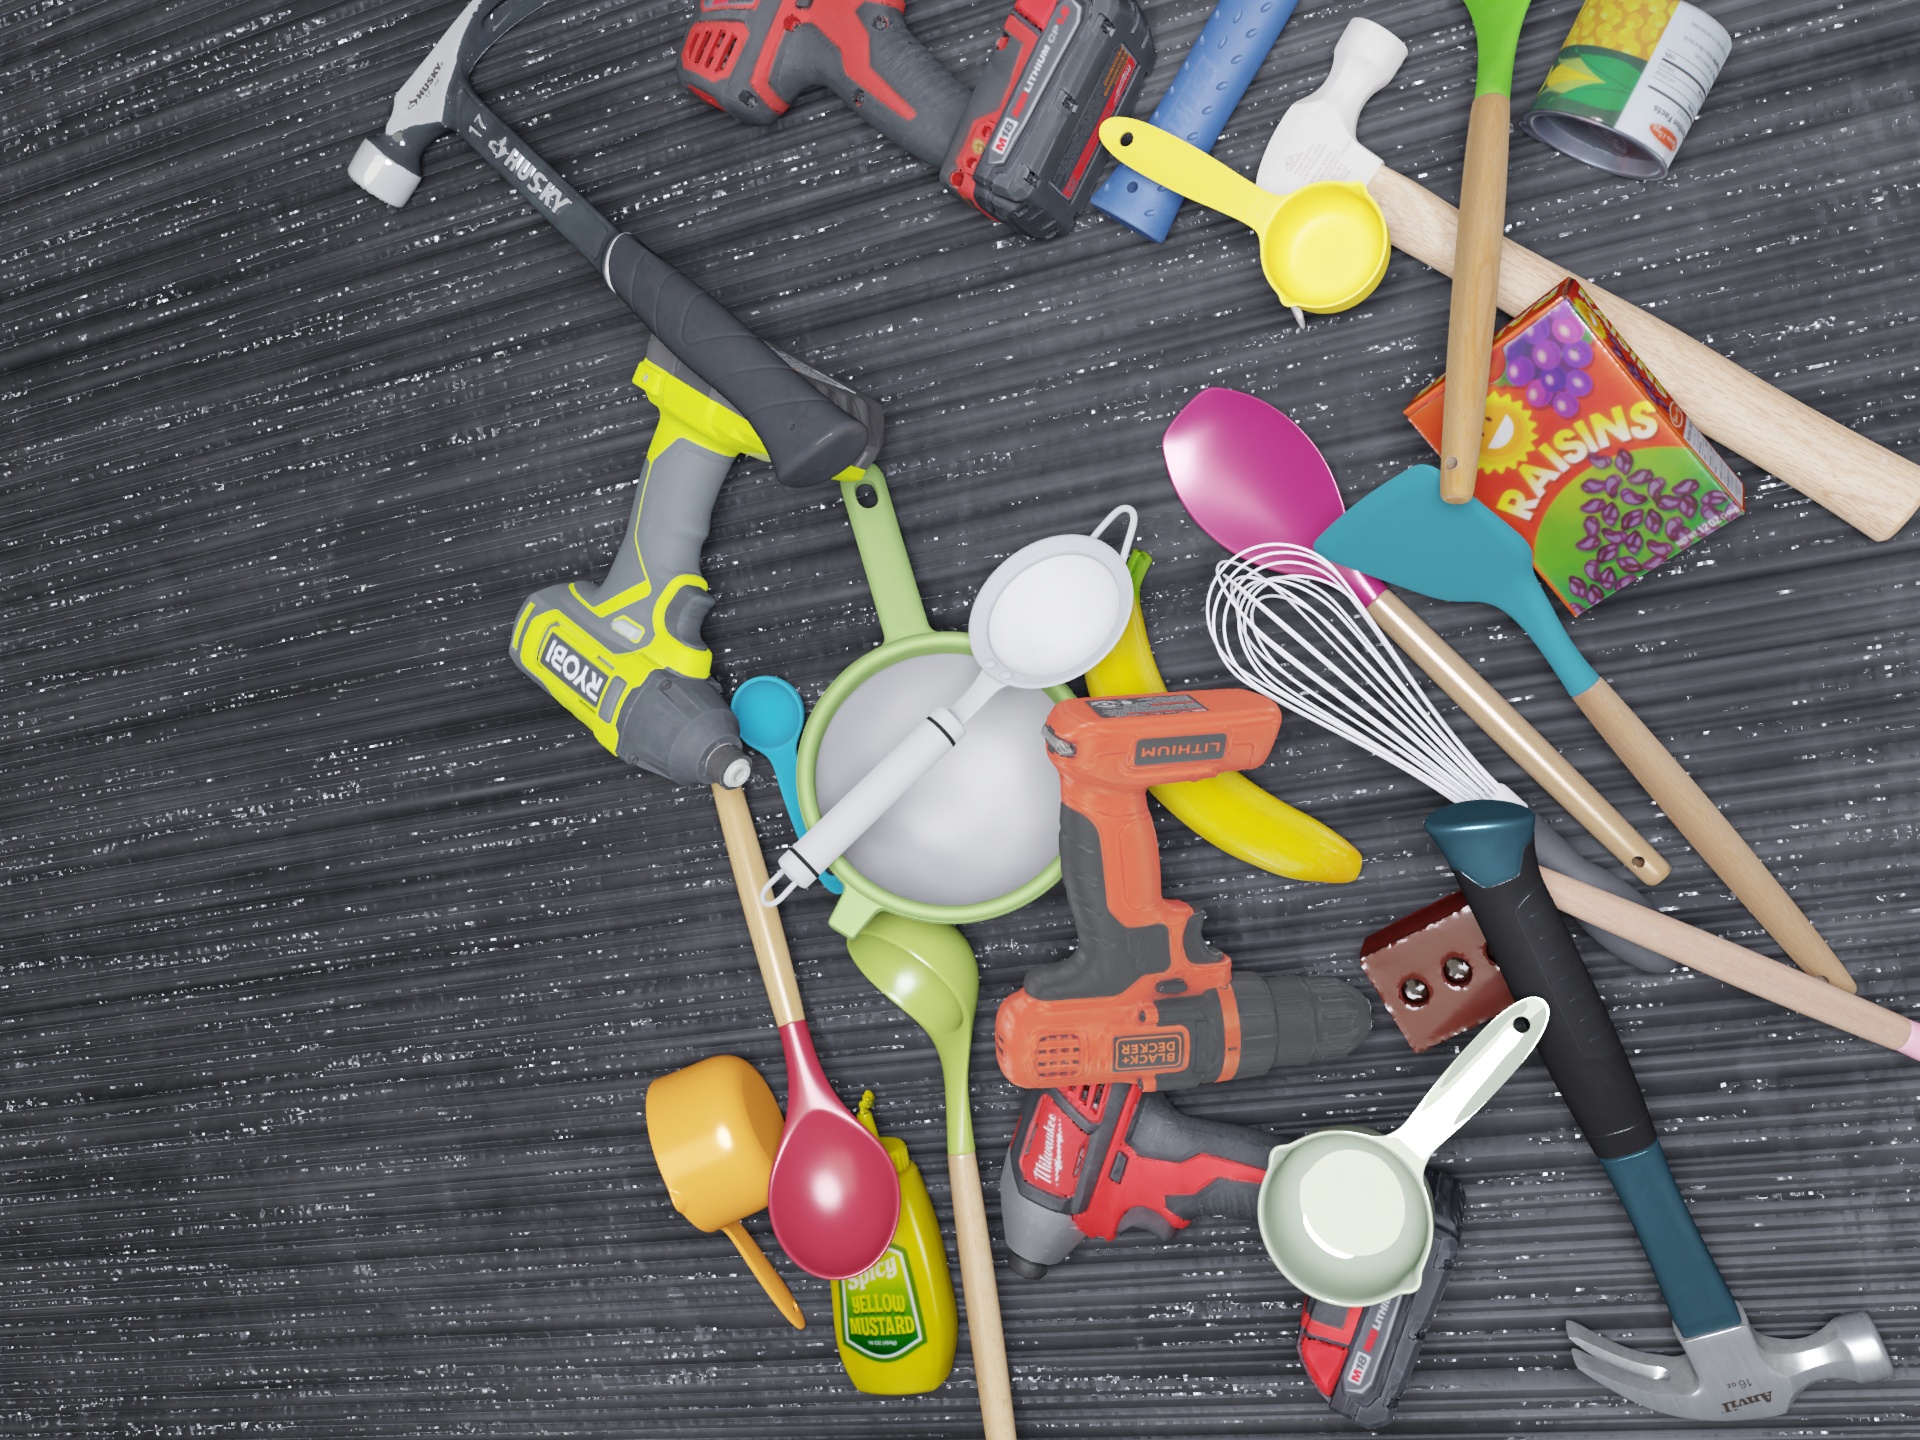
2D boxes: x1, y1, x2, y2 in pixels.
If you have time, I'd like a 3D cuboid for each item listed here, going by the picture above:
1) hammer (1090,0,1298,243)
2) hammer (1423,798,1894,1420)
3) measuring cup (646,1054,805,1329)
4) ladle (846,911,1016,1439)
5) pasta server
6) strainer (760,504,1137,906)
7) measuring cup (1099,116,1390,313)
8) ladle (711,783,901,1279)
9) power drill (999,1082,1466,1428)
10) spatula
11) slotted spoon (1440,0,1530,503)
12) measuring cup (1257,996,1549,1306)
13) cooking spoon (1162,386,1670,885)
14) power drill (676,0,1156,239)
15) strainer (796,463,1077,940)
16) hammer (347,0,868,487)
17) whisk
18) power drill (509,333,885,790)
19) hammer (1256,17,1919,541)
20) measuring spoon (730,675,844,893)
[{"bbox_3d":[0.188,-0.410,0.735,0.144,0.035,0.405,34,104,12],"label":"hammer"},{"bbox_3d":[0.295,0.179,0.716,0.128,0.033,0.331,-25,102,18],"label":"hammer"},{"bbox_3d":[-0.109,0.262,0.877,0.052,0.095,0.173,-26,107,6],"label":"measuring cup"},{"bbox_3d":[-0.006,0.255,0.829,0.078,0.062,0.320,-12,85,56],"label":"ladle"},{"bbox_3d":[0.390,0.128,0.697,0.316,0.040,0.060,23,93,6],"label":"pasta server"},{"bbox_3d":[-0.001,-0.002,0.766,0.258,0.050,0.087,-44,50,-9],"label":"strainer"},{"bbox_3d":[0.131,-0.242,0.744,0.157,0.029,0.062,37,105,21],"label":"measuring cup"},{"bbox_3d":[-0.099,0.137,0.852,0.069,0.031,0.316,-16,76,-3],"label":"ladle"},{"bbox_3d":[0.126,0.249,0.795,0.220,0.078,0.143,21,100,18],"label":"power drill"},{"bbox_3d":[0.294,0.011,0.721,0.317,0.044,0.082,49,146,0],"label":"spatula"},{"bbox_3d":[0.230,-0.246,0.691,0.070,0.031,0.314,-1,77,47],"label":"slotted spoon"},{"bbox_3d":[0.203,0.186,0.708,0.083,0.038,0.167,42,99,19],"label":"measuring cup"},{"bbox_3d":[0.219,-0.040,0.768,0.319,0.017,0.068,47,115,9],"label":"cooking spoon"},{"bbox_3d":[-0.019,-0.361,0.788,0.227,0.080,0.188,31,103,16],"label":"power drill"},{"bbox_3d":[-0.021,-0.012,0.827,0.151,0.069,0.257,-15,70,-7],"label":"strainer"},{"bbox_3d":[-0.177,-0.244,0.804,0.409,0.036,0.149,45,103,29],"label":"hammer"},{"bbox_3d":[0.226,0.021,0.742,0.284,0.070,0.070,42,106,0],"label":"whisk"},{"bbox_3d":[-0.135,-0.086,0.831,0.171,0.080,0.223,35,106,32],"label":"power drill"},{"bbox_3d":[0.281,-0.183,0.728,0.331,0.031,0.130,36,104,11],"label":"hammer"},{"bbox_3d":[-0.087,0.035,0.877,0.042,0.021,0.128,-19,98,19],"label":"measuring spoon"}]
